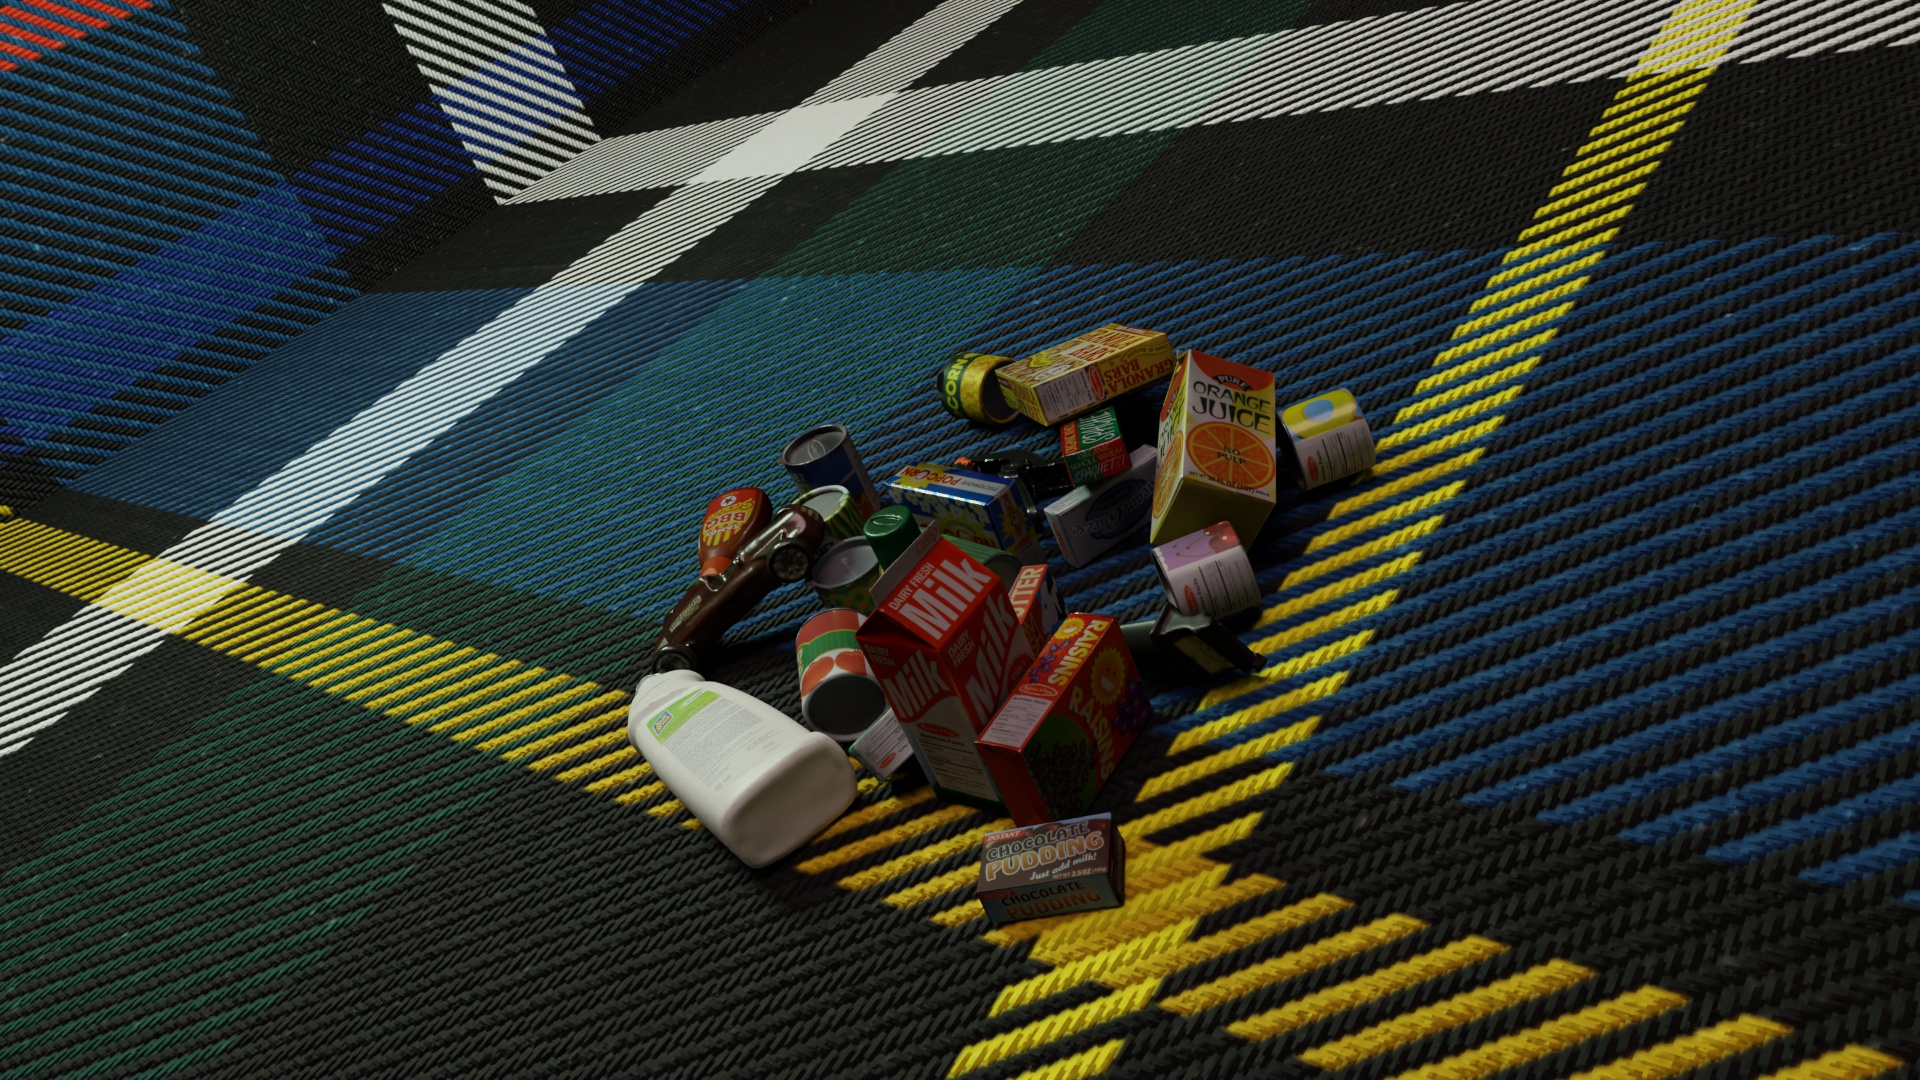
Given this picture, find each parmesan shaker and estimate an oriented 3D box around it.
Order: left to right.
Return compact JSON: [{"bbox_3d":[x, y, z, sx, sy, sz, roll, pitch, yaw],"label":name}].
[{"bbox_3d":[-0.005,0.033,1.090,0.103,0.071,0.071,16,49,44],"label":"parmesan shaker"}]

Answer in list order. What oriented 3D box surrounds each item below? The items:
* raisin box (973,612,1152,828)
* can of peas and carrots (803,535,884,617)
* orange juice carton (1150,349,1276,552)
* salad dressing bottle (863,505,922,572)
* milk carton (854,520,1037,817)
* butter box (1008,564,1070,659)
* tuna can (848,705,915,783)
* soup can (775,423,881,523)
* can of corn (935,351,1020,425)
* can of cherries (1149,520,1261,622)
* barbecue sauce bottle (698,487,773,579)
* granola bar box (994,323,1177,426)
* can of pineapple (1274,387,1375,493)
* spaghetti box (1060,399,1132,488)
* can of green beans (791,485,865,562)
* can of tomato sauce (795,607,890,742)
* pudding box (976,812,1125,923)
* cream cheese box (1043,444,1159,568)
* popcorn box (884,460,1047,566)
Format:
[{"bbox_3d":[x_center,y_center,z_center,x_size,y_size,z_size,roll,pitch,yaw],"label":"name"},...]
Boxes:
[{"bbox_3d":[0.069,0.117,0.889,0.040,0.085,0.124,4,41,40],"label":"raisin box"},{"bbox_3d":[-0.084,0.040,1.137,0.071,0.058,0.071,-18,32,12],"label":"can of peas and carrots"},{"bbox_3d":[0.195,-0.079,1.066,0.072,0.072,0.194,16,46,-4],"label":"orange juice carton"},{"bbox_3d":[-0.026,0.043,1.007,0.064,0.147,0.044,4,41,39],"label":"salad dressing bottle"},{"bbox_3d":[-0.002,0.082,0.889,0.073,0.189,0.073,6,42,40],"label":"milk carton"},{"bbox_3d":[0.048,0.070,1.008,0.024,0.053,0.104,-7,35,31],"label":"butter box"},{"bbox_3d":[-0.043,0.133,0.963,0.071,0.033,0.071,-45,-1,-1],"label":"tuna can"},{"bbox_3d":[-0.121,-0.055,1.282,0.071,0.083,0.072,-18,31,11],"label":"soup can"},{"bbox_3d":[0.021,-0.147,1.339,0.058,0.071,0.071,15,48,46],"label":"can of corn"},{"bbox_3d":[0.172,0.025,0.979,0.058,0.071,0.072,-22,31,3],"label":"can of cherries"},{"bbox_3d":[-0.215,0.008,1.289,0.065,0.043,0.149,-15,32,12],"label":"barbecue sauce bottle"},{"bbox_3d":[0.108,-0.150,1.234,0.124,0.039,0.166,-23,15,-5],"label":"granola bar box"},{"bbox_3d":[0.277,-0.078,1.063,0.058,0.070,0.071,-20,31,5],"label":"can of pineapple"},{"bbox_3d":[0.111,-0.095,1.174,0.050,0.028,0.251,-20,15,9],"label":"spaghetti box"},{"bbox_3d":[-0.117,-0.007,1.232,0.071,0.057,0.071,-18,32,11],"label":"can of green beans"},{"bbox_3d":[-0.090,0.102,1.040,0.071,0.071,0.083,-22,32,3],"label":"can of tomato sauce"},{"bbox_3d":[0.055,0.196,0.833,0.083,0.030,0.050,-13,32,18],"label":"pudding box"},{"bbox_3d":[0.121,-0.028,1.106,0.104,0.053,0.024,-32,30,-14],"label":"cream cheese box"},{"bbox_3d":[0.004,-0.014,1.134,0.127,0.085,0.038,14,46,46],"label":"popcorn box"}]
